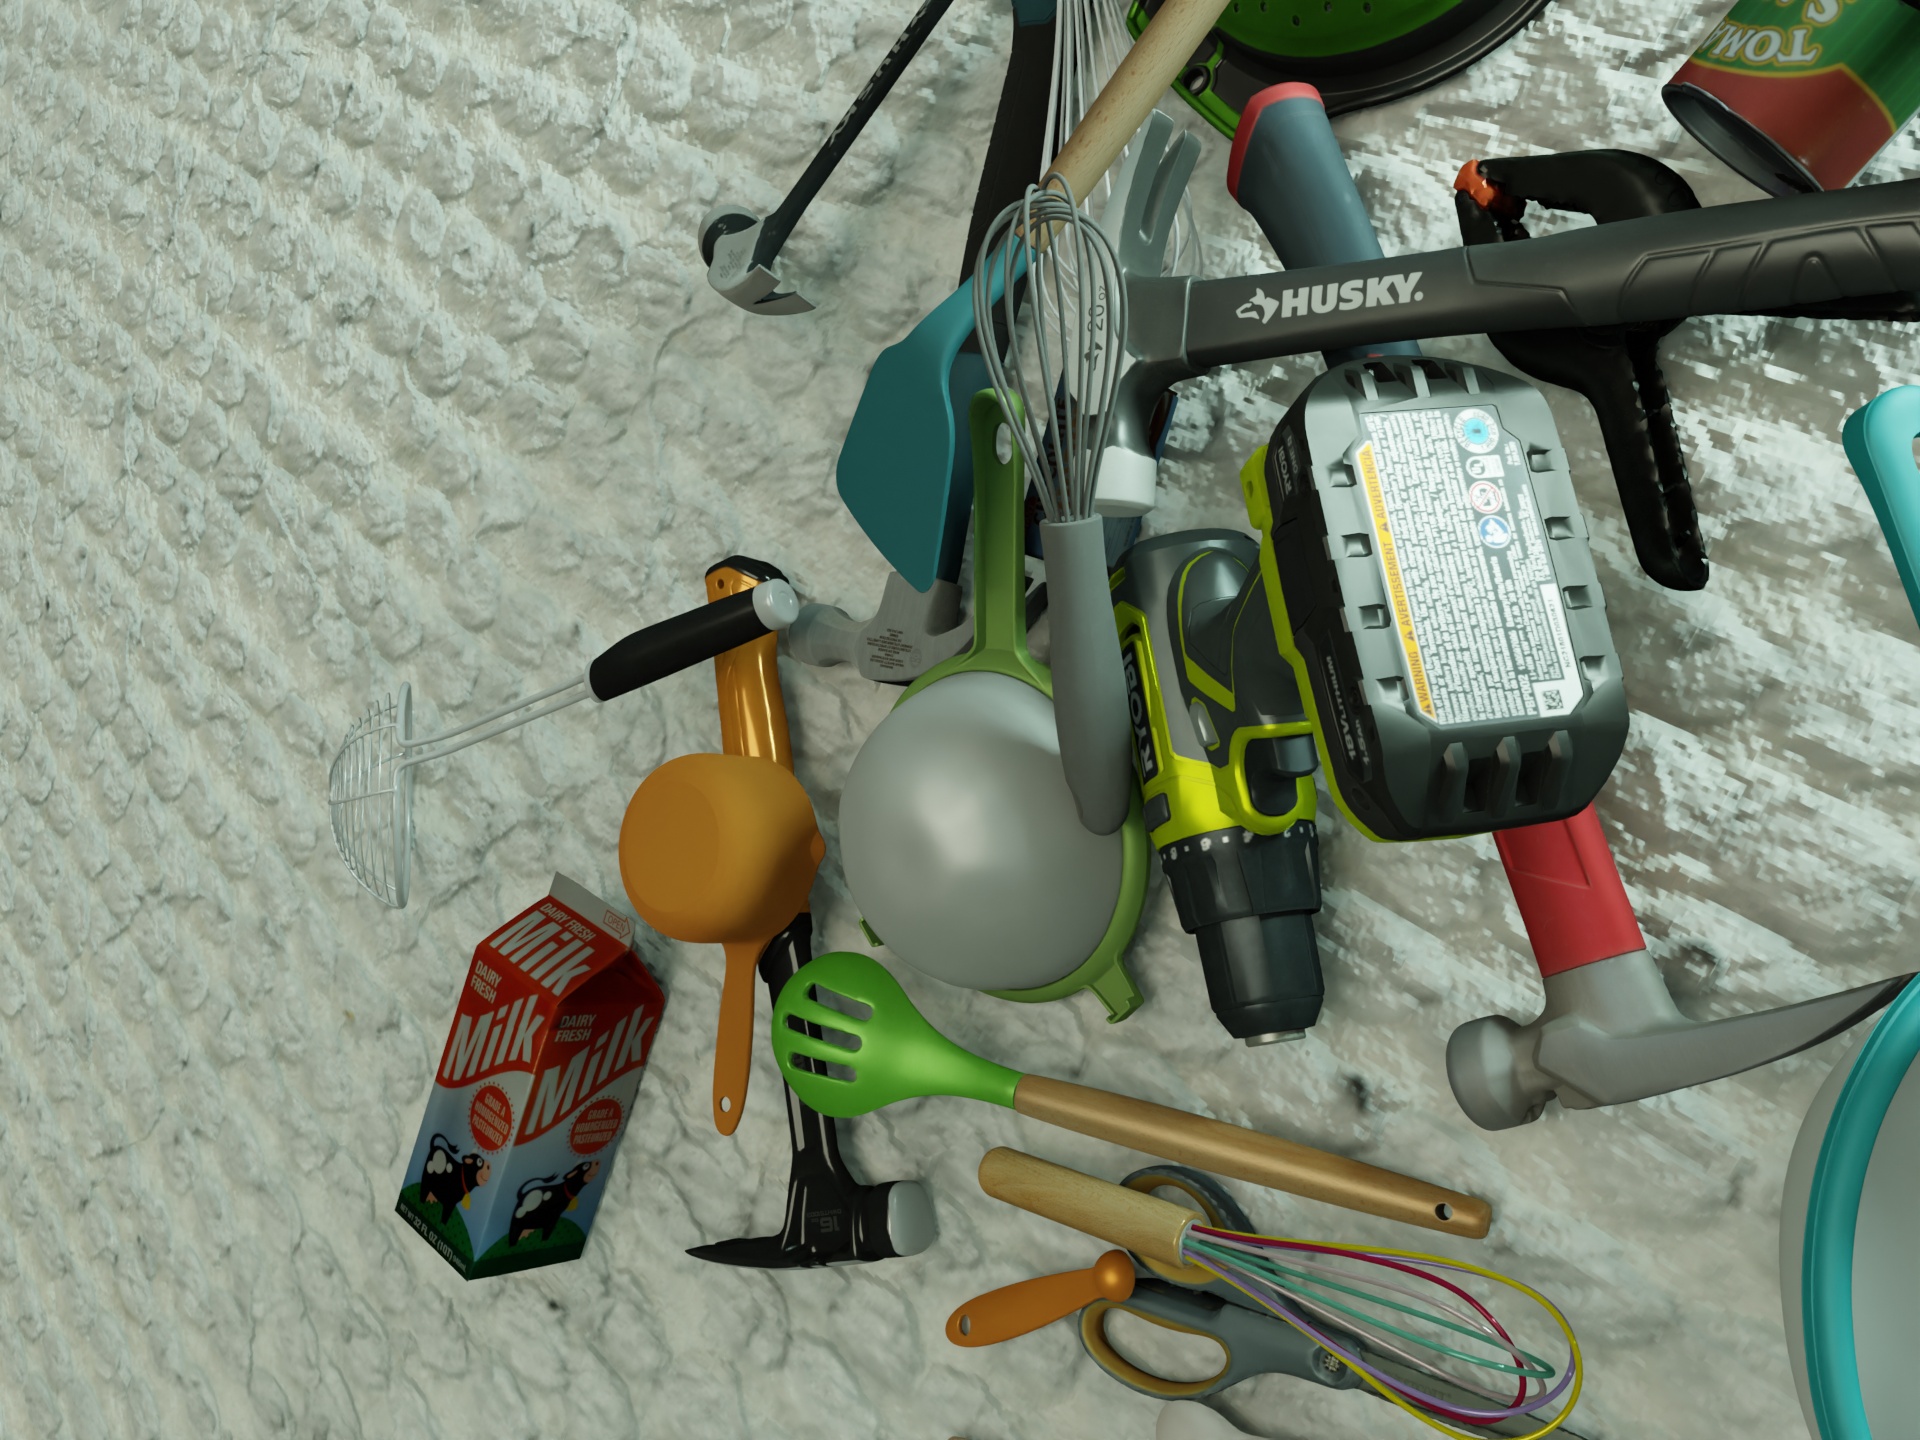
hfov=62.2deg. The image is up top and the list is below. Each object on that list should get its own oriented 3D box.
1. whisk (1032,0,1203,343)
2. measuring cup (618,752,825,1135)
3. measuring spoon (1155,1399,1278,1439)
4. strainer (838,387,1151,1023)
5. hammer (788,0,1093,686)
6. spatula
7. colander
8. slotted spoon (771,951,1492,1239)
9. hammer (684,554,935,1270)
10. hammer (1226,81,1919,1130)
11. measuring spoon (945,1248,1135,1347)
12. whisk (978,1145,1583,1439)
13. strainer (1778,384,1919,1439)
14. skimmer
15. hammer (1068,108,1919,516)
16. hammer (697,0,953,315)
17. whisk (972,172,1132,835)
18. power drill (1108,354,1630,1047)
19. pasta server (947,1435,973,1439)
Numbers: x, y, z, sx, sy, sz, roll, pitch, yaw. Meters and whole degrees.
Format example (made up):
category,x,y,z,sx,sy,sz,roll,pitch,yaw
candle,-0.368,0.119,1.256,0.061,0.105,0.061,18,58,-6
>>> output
category,x,y,z,sx,sy,sz,roll,pitch,yaw
whisk,0.050,-0.291,0.645,0.070,0.070,0.284,-4,95,37
measuring cup,-0.115,0.099,0.715,0.095,0.052,0.174,-4,79,35
measuring spoon,0.124,0.274,0.572,0.124,0.018,0.034,0,113,35
strainer,-0.001,-0.002,0.637,0.151,0.069,0.256,11,107,40
hammer,0.009,-0.176,0.713,0.128,0.033,0.331,15,93,38
spatula,0.045,-0.194,0.586,0.317,0.044,0.082,-52,50,17
colander,0.195,-0.400,0.562,0.397,0.094,0.205,-46,60,23
slotted spoon,0.047,0.151,0.625,0.314,0.031,0.070,9,83,29
hammer,-0.092,0.085,0.755,0.127,0.034,0.337,-18,74,33
hammer,0.181,-0.065,0.550,0.143,0.038,0.387,-29,68,41
measuring spoon,0.028,0.237,0.646,0.117,0.011,0.021,-36,51,40
whisk,0.099,0.197,0.570,0.245,0.051,0.047,6,92,43
strainer,0.273,0.086,0.411,0.211,0.095,0.340,-11,78,-8
skimmer,-0.211,0.004,0.832,0.363,0.090,0.127,-19,64,30
hammer,0.180,-0.145,0.511,0.335,0.035,0.146,3,87,39
hammer,0.012,-0.352,0.708,0.409,0.036,0.149,-51,29,16
whisk,0.041,-0.070,0.568,0.055,0.055,0.239,6,111,37
power drill,0.114,0.004,0.522,0.228,0.080,0.191,124,139,-71
pasta server,0.116,0.303,0.569,0.316,0.040,0.060,-2,75,38
